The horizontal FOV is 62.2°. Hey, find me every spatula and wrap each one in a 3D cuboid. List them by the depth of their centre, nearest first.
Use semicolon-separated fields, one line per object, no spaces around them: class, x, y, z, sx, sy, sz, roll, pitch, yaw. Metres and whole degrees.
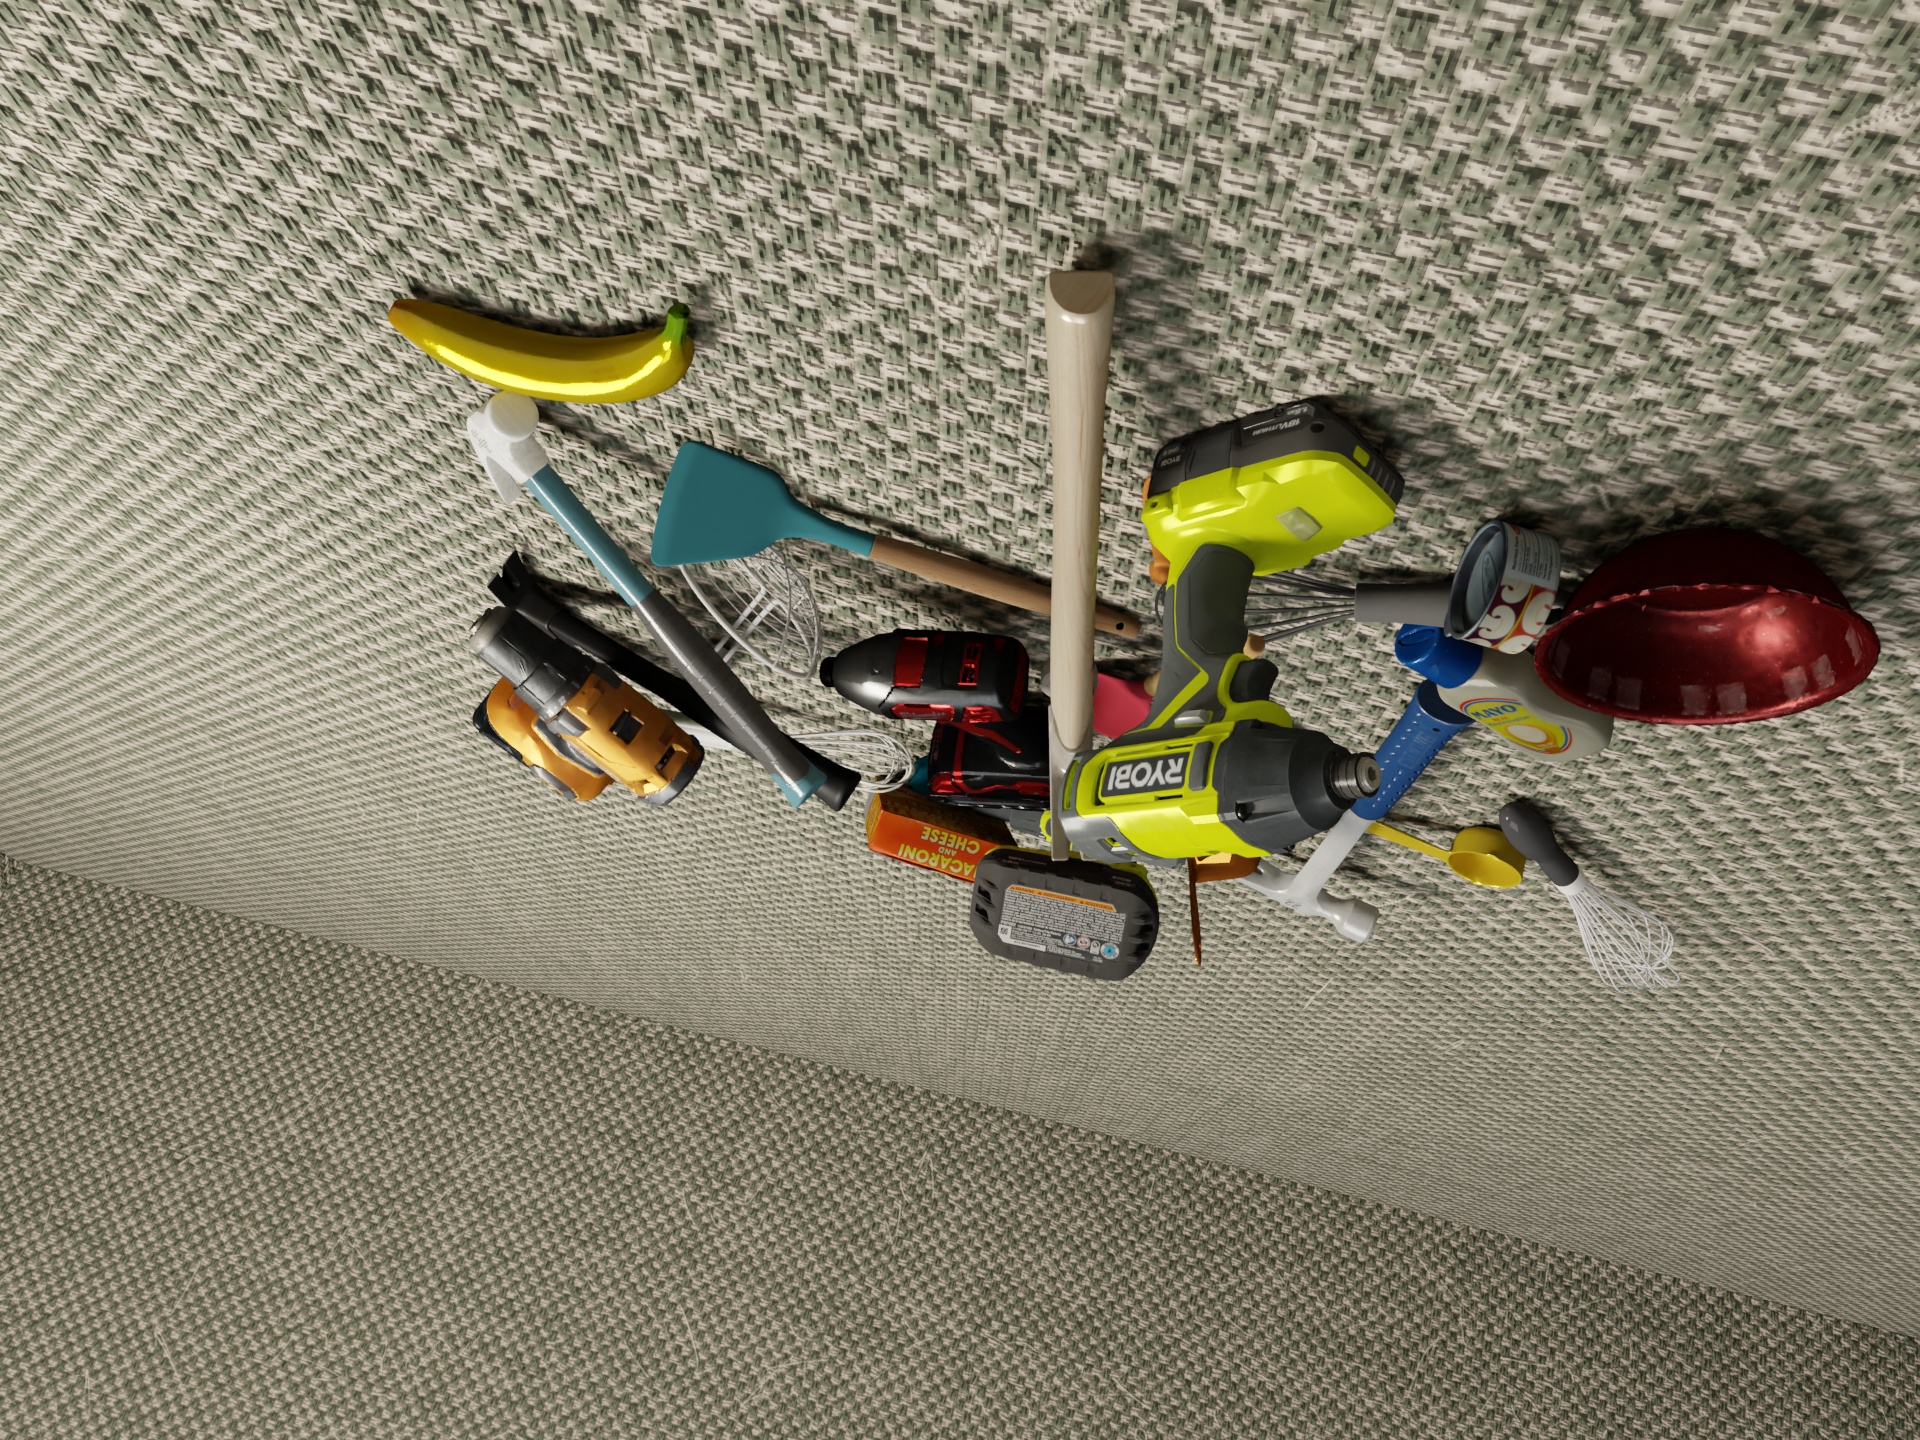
spatula;-0.032;-0.098;1.005;0.317;0.082;0.044;16;-159;-11

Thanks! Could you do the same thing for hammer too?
hammer;0.064;-0.074;0.876;0.038;0.146;0.410;-2;148;2
hammer;-0.196;-0.069;1.024;0.330;0.033;0.128;51;163;-19
hammer;-0.211;-0.023;1.170;0.335;0.035;0.146;29;166;23
hammer;0.294;0.069;1.191;0.144;0.035;0.405;25;157;8

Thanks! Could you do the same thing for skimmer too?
skimmer;-0.186;-0.046;1.170;0.127;0.090;0.363;47;155;-4

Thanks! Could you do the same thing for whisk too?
whisk;0.231;-0.065;0.920;0.239;0.055;0.055;2;155;19
whisk;0.483;0.137;1.231;0.070;0.070;0.284;-8;143;44
whisk;-0.159;0.020;1.336;0.246;0.059;0.057;10;125;-1

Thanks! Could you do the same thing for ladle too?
ladle;0.130;-0.026;1.016;0.069;0.031;0.315;38;169;-5

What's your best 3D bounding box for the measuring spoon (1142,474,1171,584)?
measuring spoon;0.117;-0.109;0.930;0.021;0.011;0.116;9;157;13

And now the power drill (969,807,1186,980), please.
power drill;0.080;0.101;1.234;0.190;0.228;0.080;11;113;8

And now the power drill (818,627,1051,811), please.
power drill;-0.002;-0.004;1.130;0.143;0.079;0.219;2;162;20

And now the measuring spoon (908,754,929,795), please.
measuring spoon;0.020;0.047;1.349;0.128;0.042;0.021;6;132;3

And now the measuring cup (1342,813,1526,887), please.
measuring cup;0.362;0.086;1.236;0.156;0.029;0.062;22;157;15

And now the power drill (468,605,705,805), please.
power drill;-0.303;-0.010;1.197;0.185;0.084;0.226;41;162;-20

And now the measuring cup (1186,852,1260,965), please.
measuring cup;0.198;0.110;1.195;0.052;0.174;0.095;-9;134;15

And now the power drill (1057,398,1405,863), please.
power drill;0.145;-0.040;0.796;0.080;0.223;0.171;31;153;-35
